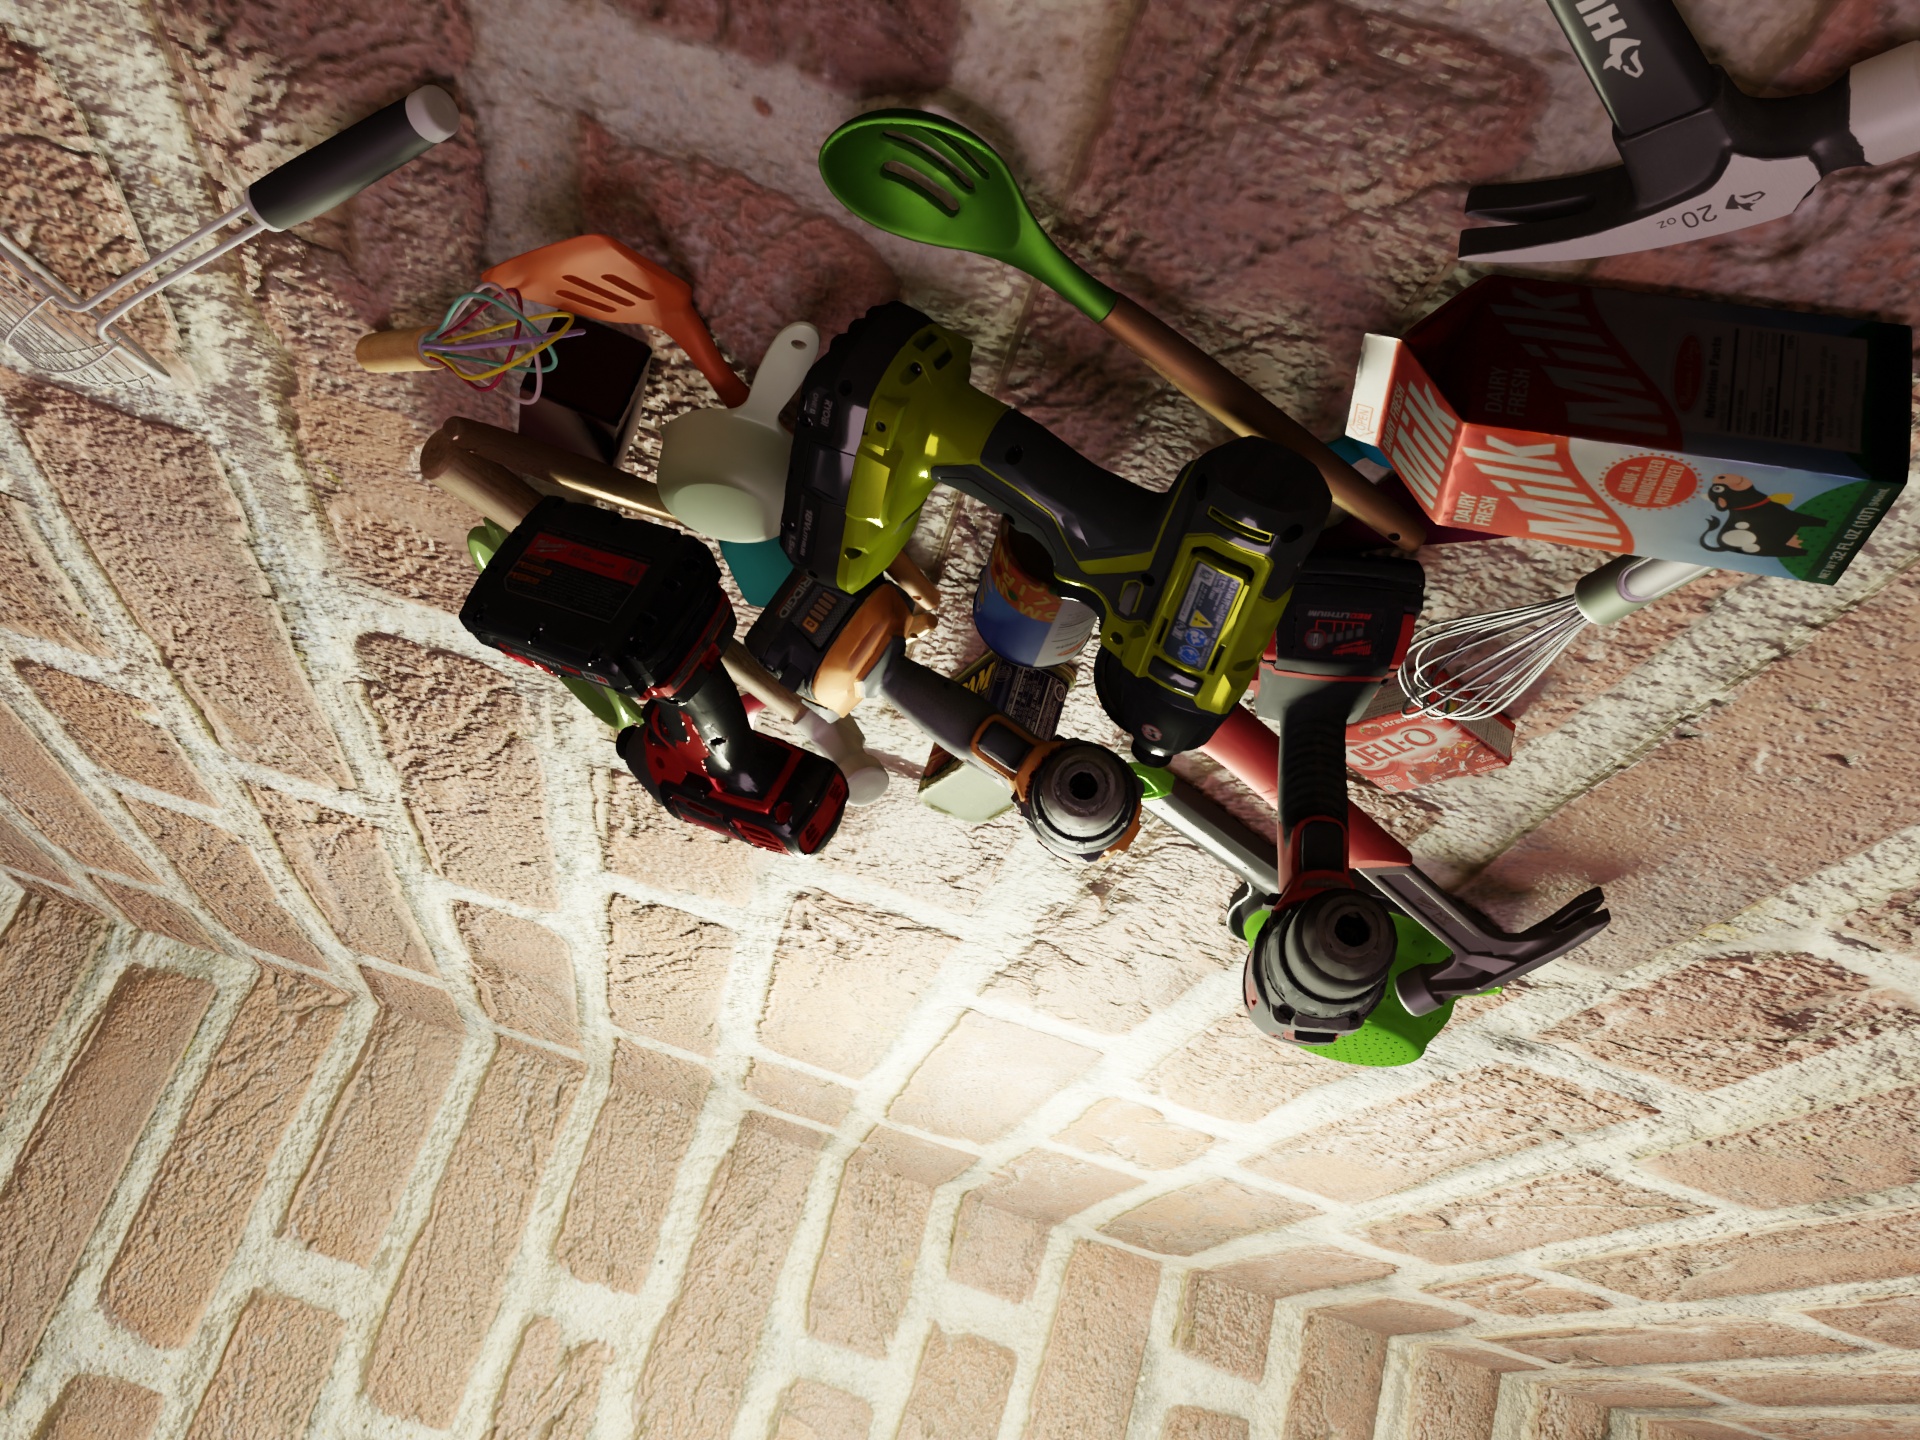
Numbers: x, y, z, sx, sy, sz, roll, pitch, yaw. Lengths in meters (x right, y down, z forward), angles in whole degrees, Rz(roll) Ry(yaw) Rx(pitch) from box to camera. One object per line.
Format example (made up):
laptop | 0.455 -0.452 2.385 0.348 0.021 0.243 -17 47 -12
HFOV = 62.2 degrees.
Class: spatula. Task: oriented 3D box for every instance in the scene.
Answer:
spatula | -0.158 -0.105 0.843 0.082 0.044 0.317 2 176 25
spatula | -0.101 -0.142 0.814 0.081 0.041 0.322 -6 147 34

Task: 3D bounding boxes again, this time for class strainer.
strainer | -0.249 -0.072 1.024 0.151 0.069 0.256 54 163 -14

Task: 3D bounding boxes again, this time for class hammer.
hammer | 0.144 -0.255 0.444 0.146 0.035 0.334 -11 142 44
hammer | -0.167 -0.063 0.901 0.331 0.031 0.130 38 -168 -44
hammer | 0.243 0.063 0.981 0.149 0.037 0.358 -36 120 29

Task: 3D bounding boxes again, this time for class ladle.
ladle | -0.113 -0.024 1.072 0.069 0.031 0.315 34 148 -26

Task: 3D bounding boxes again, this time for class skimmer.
skimmer | -0.369 -0.249 0.782 0.363 0.090 0.127 -13 139 30

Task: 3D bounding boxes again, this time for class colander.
colander | 0.234 0.155 1.129 0.396 0.095 0.204 34 150 -31

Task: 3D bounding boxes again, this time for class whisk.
whisk | -0.249 -0.179 0.763 0.051 0.047 0.245 27 172 -38
whisk | 0.287 -0.052 0.735 0.058 0.059 0.246 47 149 -2

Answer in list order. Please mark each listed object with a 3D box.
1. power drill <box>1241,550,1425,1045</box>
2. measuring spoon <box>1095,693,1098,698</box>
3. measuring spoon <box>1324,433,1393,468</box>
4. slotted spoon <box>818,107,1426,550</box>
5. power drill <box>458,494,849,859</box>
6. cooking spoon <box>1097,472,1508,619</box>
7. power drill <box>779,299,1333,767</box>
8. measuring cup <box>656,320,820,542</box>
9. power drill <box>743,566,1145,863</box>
power drill | 0.171 0.035 0.746 0.080 0.227 0.187 4 163 6
measuring spoon | 0.138 0.005 0.987 0.117 0.011 0.021 19 154 -4
measuring spoon | 0.166 -0.111 0.726 0.042 0.021 0.128 30 150 -24
slotted spoon | 0.080 -0.157 0.665 0.313 0.031 0.070 31 152 -20
power drill | -0.153 -0.012 0.821 0.143 0.078 0.219 18 155 27
cooking spoon | 0.158 -0.081 0.796 0.068 0.017 0.319 32 151 -35
power drill | 0.035 -0.079 0.717 0.223 0.080 0.171 28 136 12
measuring cup | -0.099 -0.133 0.758 0.083 0.038 0.167 17 156 -16
power drill | -0.001 -0.003 0.840 0.226 0.084 0.185 35 177 7
